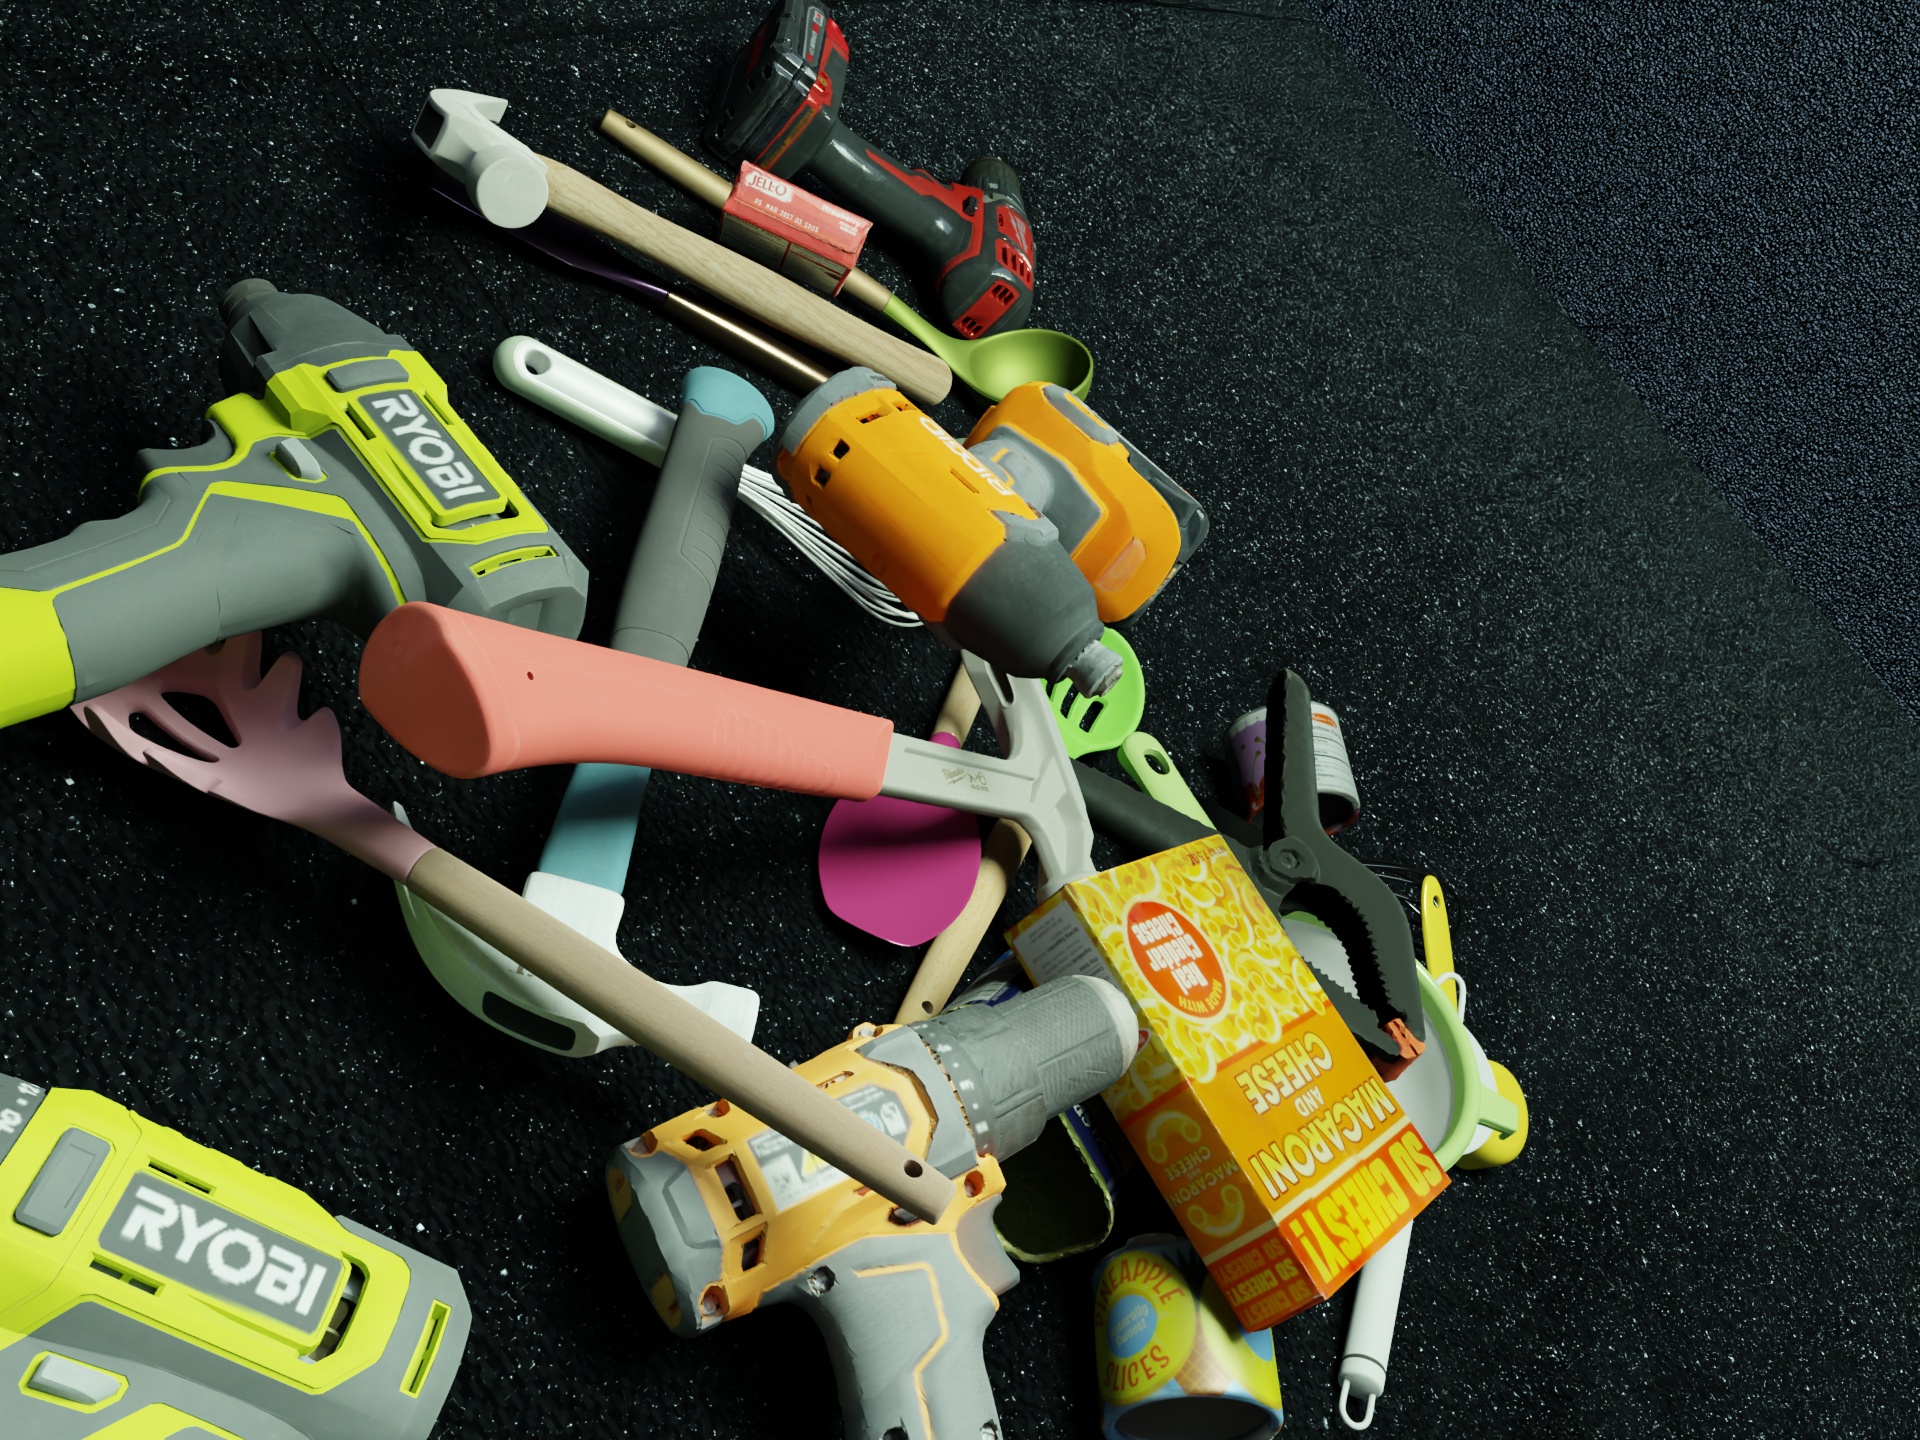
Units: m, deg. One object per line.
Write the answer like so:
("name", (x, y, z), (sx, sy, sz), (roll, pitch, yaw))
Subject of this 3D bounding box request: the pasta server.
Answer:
("pasta server", (-0.136, 0.053, 0.467), (0.316, 0.040, 0.060), (30, 45, 10))

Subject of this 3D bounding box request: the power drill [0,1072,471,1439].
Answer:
("power drill", (-0.219, 0.172, 0.308), (0.190, 0.080, 0.229), (34, 34, -20))

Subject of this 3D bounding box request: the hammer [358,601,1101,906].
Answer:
("hammer", (-0.054, 0.001, 0.564), (0.358, 0.036, 0.149), (15, 50, -57))

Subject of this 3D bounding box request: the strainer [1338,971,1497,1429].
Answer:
("strainer", (0.206, 0.221, 0.756), (0.087, 0.050, 0.258), (32, 41, 0))

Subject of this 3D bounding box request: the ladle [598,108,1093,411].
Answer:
("ladle", (-0.060, -0.266, 0.926), (0.320, 0.062, 0.078), (29, 44, -22))

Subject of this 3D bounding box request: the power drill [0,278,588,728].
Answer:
("power drill", (-0.244, -0.057, 0.453), (0.223, 0.080, 0.171), (-24, 63, -43))

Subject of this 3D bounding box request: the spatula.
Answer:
("spatula", (-0.131, -0.208, 0.822), (0.315, 0.018, 0.060), (25, 30, -29))

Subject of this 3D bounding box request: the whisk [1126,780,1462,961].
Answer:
("whisk", (0.184, 0.079, 0.865), (0.238, 0.055, 0.055), (24, 41, -26))

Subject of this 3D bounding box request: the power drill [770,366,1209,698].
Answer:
("power drill", (0.032, -0.082, 0.704), (0.164, 0.084, 0.226), (43, 23, 11))

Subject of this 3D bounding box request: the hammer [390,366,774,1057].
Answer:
("hammer", (-0.116, -0.025, 0.598), (0.128, 0.033, 0.331), (16, 46, -10))

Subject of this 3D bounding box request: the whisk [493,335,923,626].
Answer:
("whisk", (-0.101, -0.111, 0.740), (0.246, 0.059, 0.058), (26, 68, -23))

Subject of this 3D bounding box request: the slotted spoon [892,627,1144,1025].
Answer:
("slotted spoon", (0.028, 0.043, 0.746), (0.070, 0.031, 0.314), (43, 37, -8))

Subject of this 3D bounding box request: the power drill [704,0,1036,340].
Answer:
("power drill", (-0.042, -0.357, 1.018), (0.226, 0.080, 0.188), (33, 37, -26))

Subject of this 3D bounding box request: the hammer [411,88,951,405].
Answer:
("hammer", (-0.124, -0.228, 0.807), (0.331, 0.031, 0.130), (16, 25, -48))

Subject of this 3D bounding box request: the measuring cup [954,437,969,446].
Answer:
("measuring cup", (0.048, -0.125, 0.895), (0.167, 0.038, 0.083), (-6, 48, -41))

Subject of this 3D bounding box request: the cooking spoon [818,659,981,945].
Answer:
("cooking spoon", (-0.001, -0.002, 0.763), (0.068, 0.017, 0.319), (25, 37, -2))

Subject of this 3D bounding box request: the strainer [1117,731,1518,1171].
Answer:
("strainer", (0.132, 0.119, 0.755), (0.151, 0.069, 0.257), (-7, 51, -31))

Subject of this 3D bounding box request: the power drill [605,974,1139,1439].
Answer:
("power drill", (0.017, 0.197, 0.494), (0.185, 0.084, 0.226), (-20, 69, -28))

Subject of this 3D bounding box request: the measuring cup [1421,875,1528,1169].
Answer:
("measuring cup", (0.271, 0.159, 0.850), (0.062, 0.029, 0.157), (5, 74, -39))
